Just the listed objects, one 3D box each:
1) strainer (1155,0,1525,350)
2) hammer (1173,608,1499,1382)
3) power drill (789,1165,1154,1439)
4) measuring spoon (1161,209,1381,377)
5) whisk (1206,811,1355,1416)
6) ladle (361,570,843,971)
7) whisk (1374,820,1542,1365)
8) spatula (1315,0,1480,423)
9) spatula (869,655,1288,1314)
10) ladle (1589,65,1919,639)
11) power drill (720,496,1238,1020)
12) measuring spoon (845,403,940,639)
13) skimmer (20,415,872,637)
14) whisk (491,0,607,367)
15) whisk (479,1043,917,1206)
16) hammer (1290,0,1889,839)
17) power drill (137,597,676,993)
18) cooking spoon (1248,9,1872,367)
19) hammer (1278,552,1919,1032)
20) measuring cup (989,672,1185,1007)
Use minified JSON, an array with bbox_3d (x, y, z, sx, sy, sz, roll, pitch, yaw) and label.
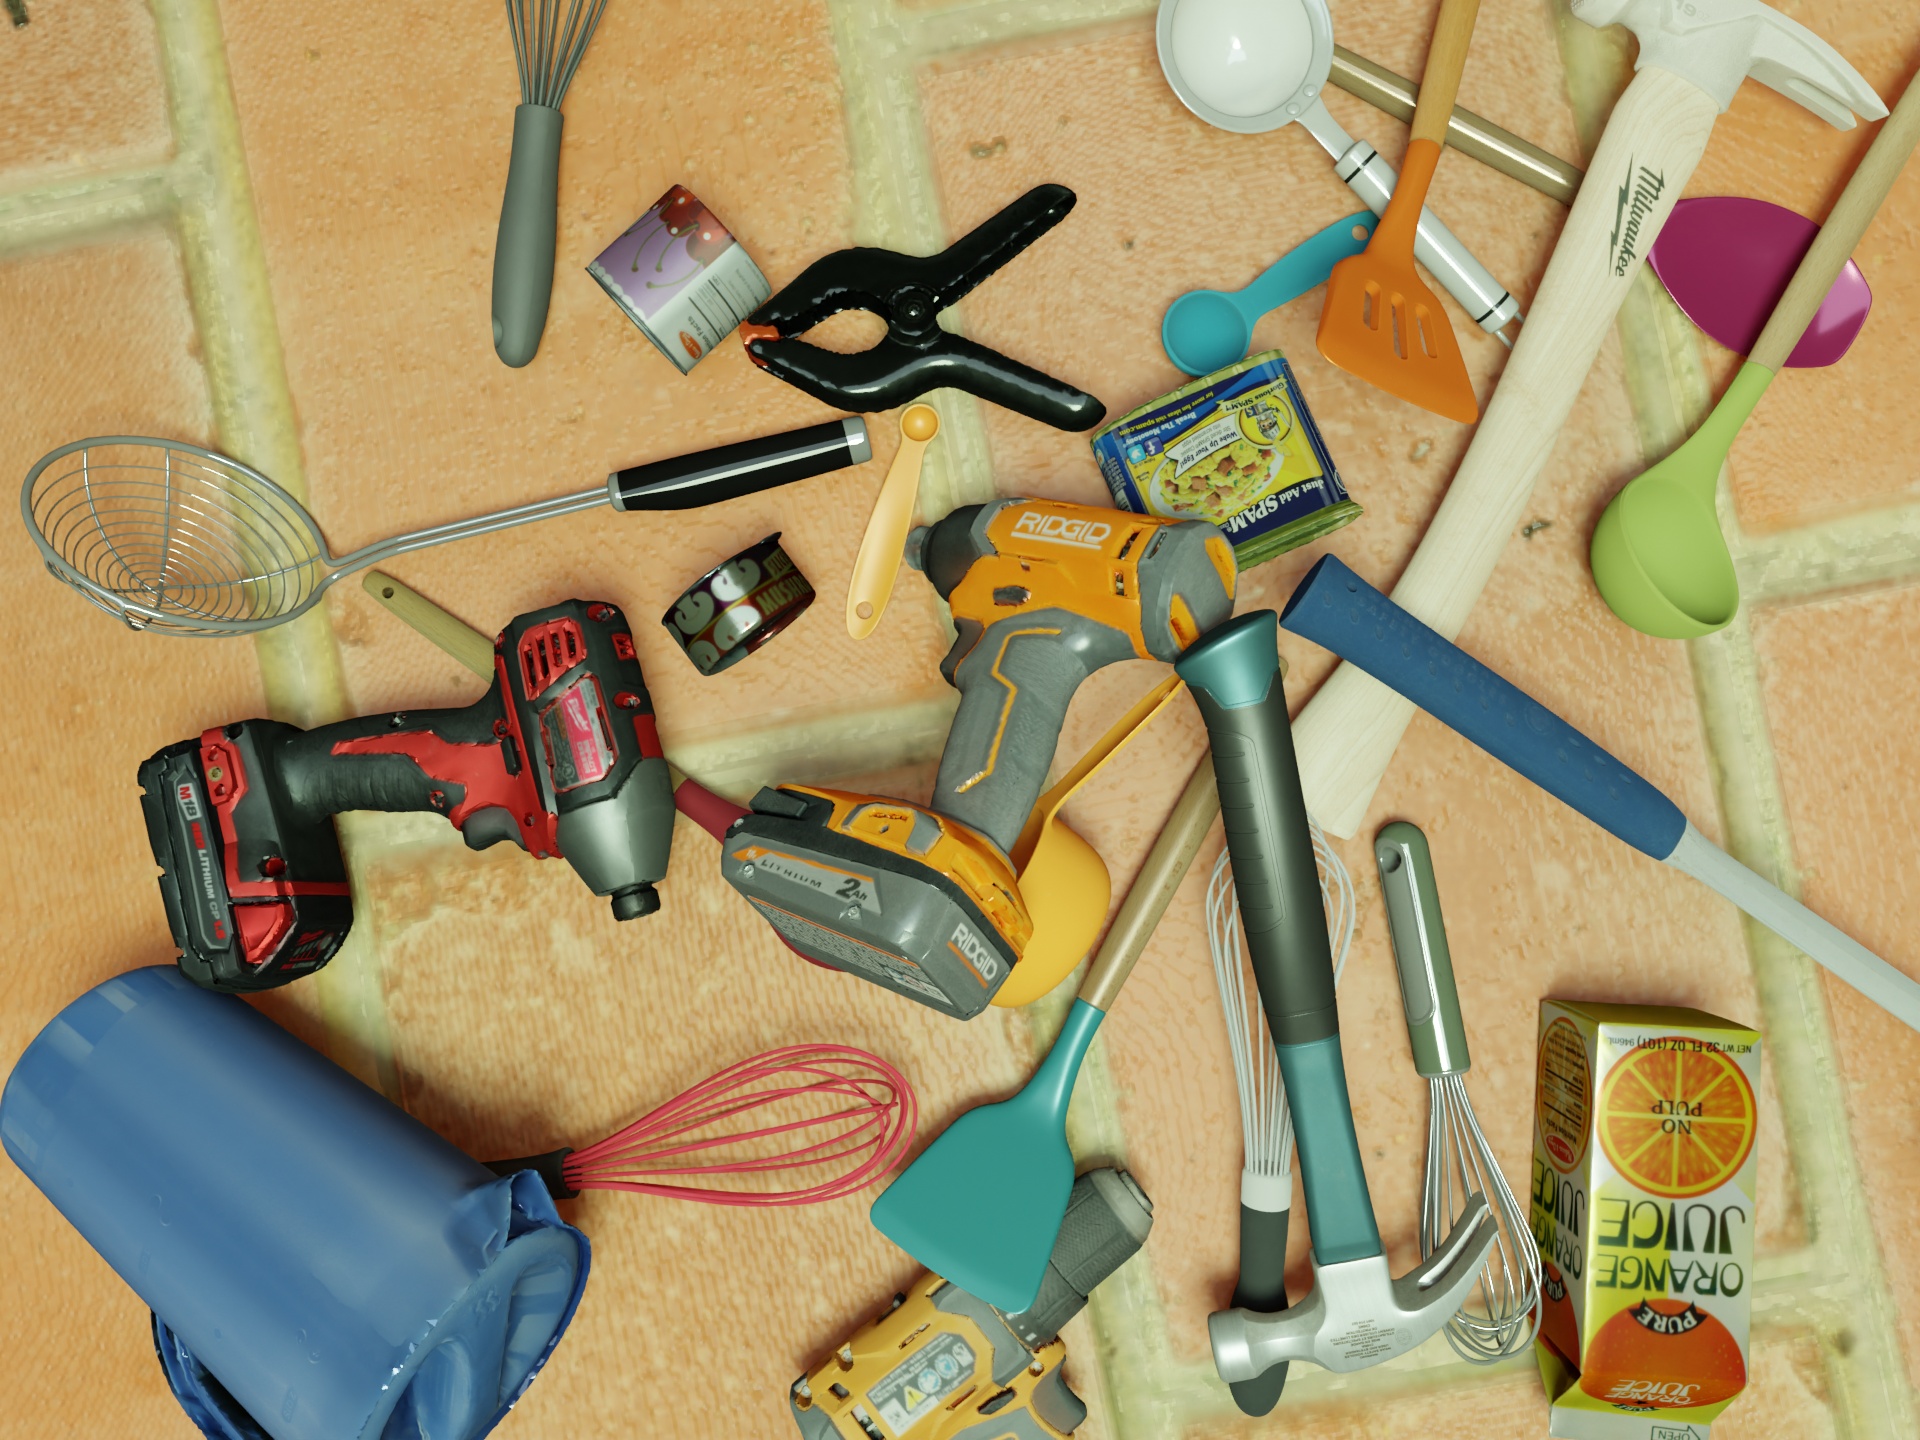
[{"bbox_3d":[0.176,-0.264,0.737,0.258,0.050,0.087,45,85,-5],"label":"strainer"},{"bbox_3d":[0.140,0.118,0.663,0.128,0.033,0.331,-12,101,6],"label":"hammer"},{"bbox_3d":[0.060,0.331,0.712,0.185,0.084,0.226,-39,83,-1],"label":"power drill"},{"bbox_3d":[0.149,-0.204,0.757,0.128,0.021,0.042,-34,87,-9],"label":"measuring spoon"},{"bbox_3d":[0.141,0.179,0.719,0.070,0.070,0.284,2,97,2],"label":"whisk"},{"bbox_3d":[-0.153,0.018,0.753,0.315,0.031,0.069,33,86,4],"label":"ladle"},{"bbox_3d":[0.222,0.168,0.727,0.059,0.058,0.246,-5,83,-33],"label":"whisk"},{"bbox_3d":[0.219,-0.281,0.713,0.081,0.041,0.323,20,76,-15],"label":"spatula"},{"bbox_3d":[0.072,0.106,0.723,0.082,0.044,0.317,27,83,20],"label":"spatula"},{"bbox_3d":[0.382,-0.181,0.715,0.078,0.062,0.320,29,93,-19],"label":"ladle"},{"bbox_3d":[-0.001,-0.002,0.677,0.164,0.084,0.226,15,63,39],"label":"power drill"},{"bbox_3d":[-0.033,-0.094,0.761,0.021,0.011,0.117,17,92,6],"label":"measuring spoon"},{"bbox_3d":[-0.224,-0.113,0.725,0.363,0.090,0.127,-13,45,-2],"label":"skimmer"},{"bbox_3d":[-0.197,-0.287,0.753,0.055,0.055,0.239,7,93,2],"label":"whisk"},{"bbox_3d":[-0.162,0.204,0.734,0.296,0.073,0.073,-13,88,8],"label":"whisk"},{"bbox_3d":[0.263,-0.131,0.723,0.146,0.038,0.410,25,95,-8],"label":"hammer"},{"bbox_3d":[-0.237,0.043,0.711,0.219,0.078,0.143,-18,83,4],"label":"power drill"},{"bbox_3d":[0.279,-0.257,0.750,0.319,0.017,0.069,28,95,2],"label":"cooking spoon"},{"bbox_3d":[0.317,0.053,0.688,0.405,0.035,0.144,35,55,1],"label":"hammer"},{"bbox_3d":[0.055,0.055,0.706,0.052,0.095,0.173,41,99,-16],"label":"measuring cup"}]
